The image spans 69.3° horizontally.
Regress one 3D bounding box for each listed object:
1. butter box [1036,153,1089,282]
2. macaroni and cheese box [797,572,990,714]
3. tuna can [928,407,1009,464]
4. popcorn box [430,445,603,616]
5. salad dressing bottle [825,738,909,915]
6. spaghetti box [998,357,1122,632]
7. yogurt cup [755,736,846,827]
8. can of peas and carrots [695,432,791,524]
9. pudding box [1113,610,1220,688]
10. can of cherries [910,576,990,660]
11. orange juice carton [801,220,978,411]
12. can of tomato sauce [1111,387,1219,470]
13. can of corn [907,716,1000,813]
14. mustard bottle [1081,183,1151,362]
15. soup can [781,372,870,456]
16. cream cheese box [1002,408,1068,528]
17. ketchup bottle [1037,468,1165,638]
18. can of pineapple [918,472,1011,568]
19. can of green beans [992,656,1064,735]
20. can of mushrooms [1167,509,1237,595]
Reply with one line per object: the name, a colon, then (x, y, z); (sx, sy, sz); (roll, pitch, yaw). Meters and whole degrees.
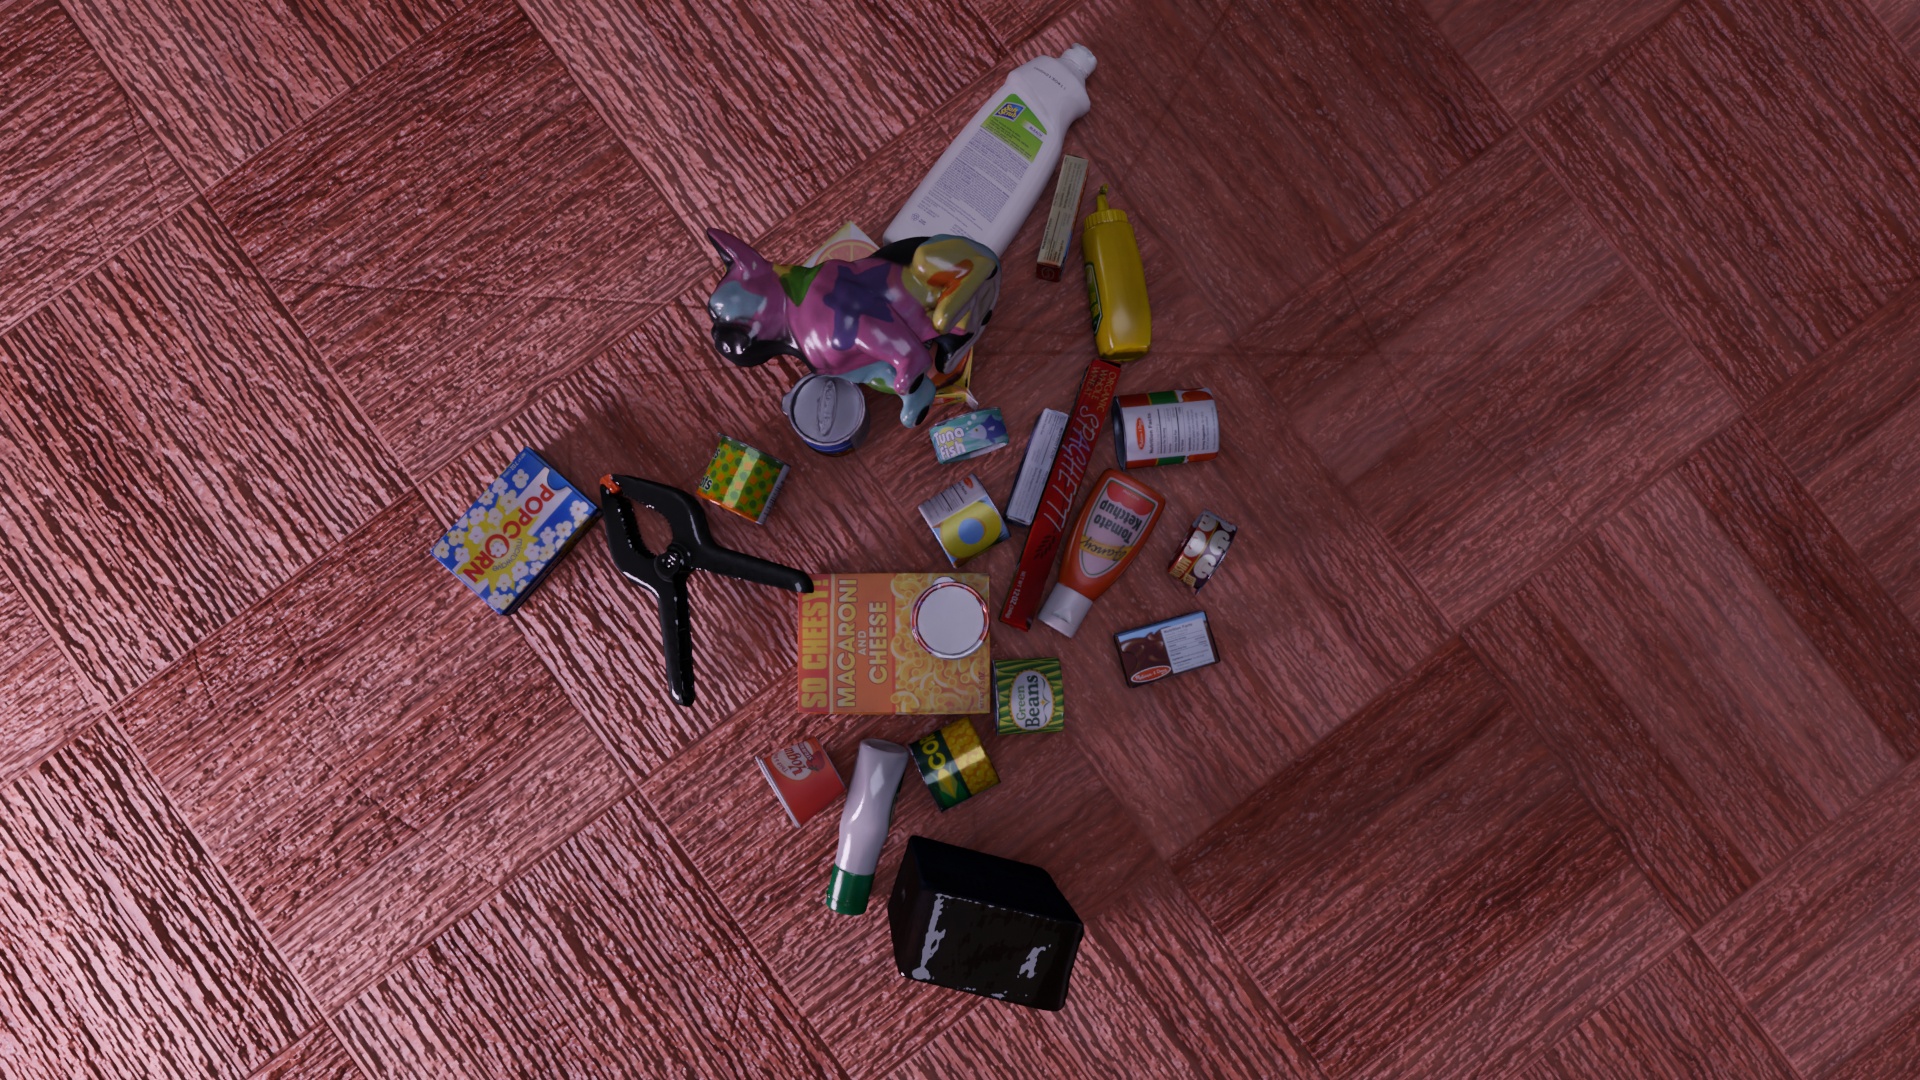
butter box: (0.091, -0.287, 1.240); (0.024, 0.053, 0.103); (14, 86, 3)
macaroni and cheese box: (-0.058, 0.090, 1.219); (0.166, 0.040, 0.123); (0, 85, -1)
tuna can: (0.007, -0.091, 1.217); (0.071, 0.071, 0.033); (-17, 87, -2)
popcorn box: (-0.389, -0.008, 1.223); (0.085, 0.038, 0.127); (41, 87, 3)
salad dressing bottle: (-0.082, 0.248, 1.201); (0.044, 0.064, 0.147); (13, 94, -10)
spaghetti box: (0.088, -0.041, 1.225); (0.029, 0.050, 0.250); (20, 86, -1)
yogurt cup: (-0.135, 0.206, 1.200); (0.054, 0.072, 0.072); (-31, 87, -10)
can of peas and carrots: (-0.192, -0.054, 1.214); (0.071, 0.071, 0.059); (24, 87, 1)
pudding box: (0.181, 0.095, 1.227); (0.084, 0.030, 0.049); (-16, 88, -2)
can of cherries: (-0.010, 0.065, 1.172); (0.071, 0.058, 0.071); (0, 87, -2)
orange juice carton: (-0.052, -0.183, 1.222); (0.193, 0.072, 0.073); (45, 88, 2)
can of tomato sauce: (0.180, -0.099, 1.224); (0.083, 0.071, 0.071); (-6, 87, -1)
can of corn: (-0.006, 0.191, 1.199); (0.058, 0.071, 0.071); (-26, 87, -3)
mustard bottle: (0.135, -0.241, 1.235); (0.049, 0.065, 0.160); (-7, 81, -6)
soup can: (-0.116, -0.110, 1.210); (0.071, 0.083, 0.071); (0, 86, -1)
cream cheese box: (0.065, -0.063, 1.225); (0.024, 0.053, 0.104); (19, 86, -1)
ketchup bottle: (0.119, 0.013, 1.225); (0.065, 0.043, 0.149); (30, 87, 1)
can of pineapple: (0.004, -0.015, 1.215); (0.058, 0.071, 0.071); (-31, 87, -2)
can of green beans: (0.058, 0.135, 1.205); (0.058, 0.071, 0.071); (-3, 87, -1)
can of mushrooms: (0.210, 0.010, 1.215); (0.033, 0.071, 0.071); (31, 87, 2)
